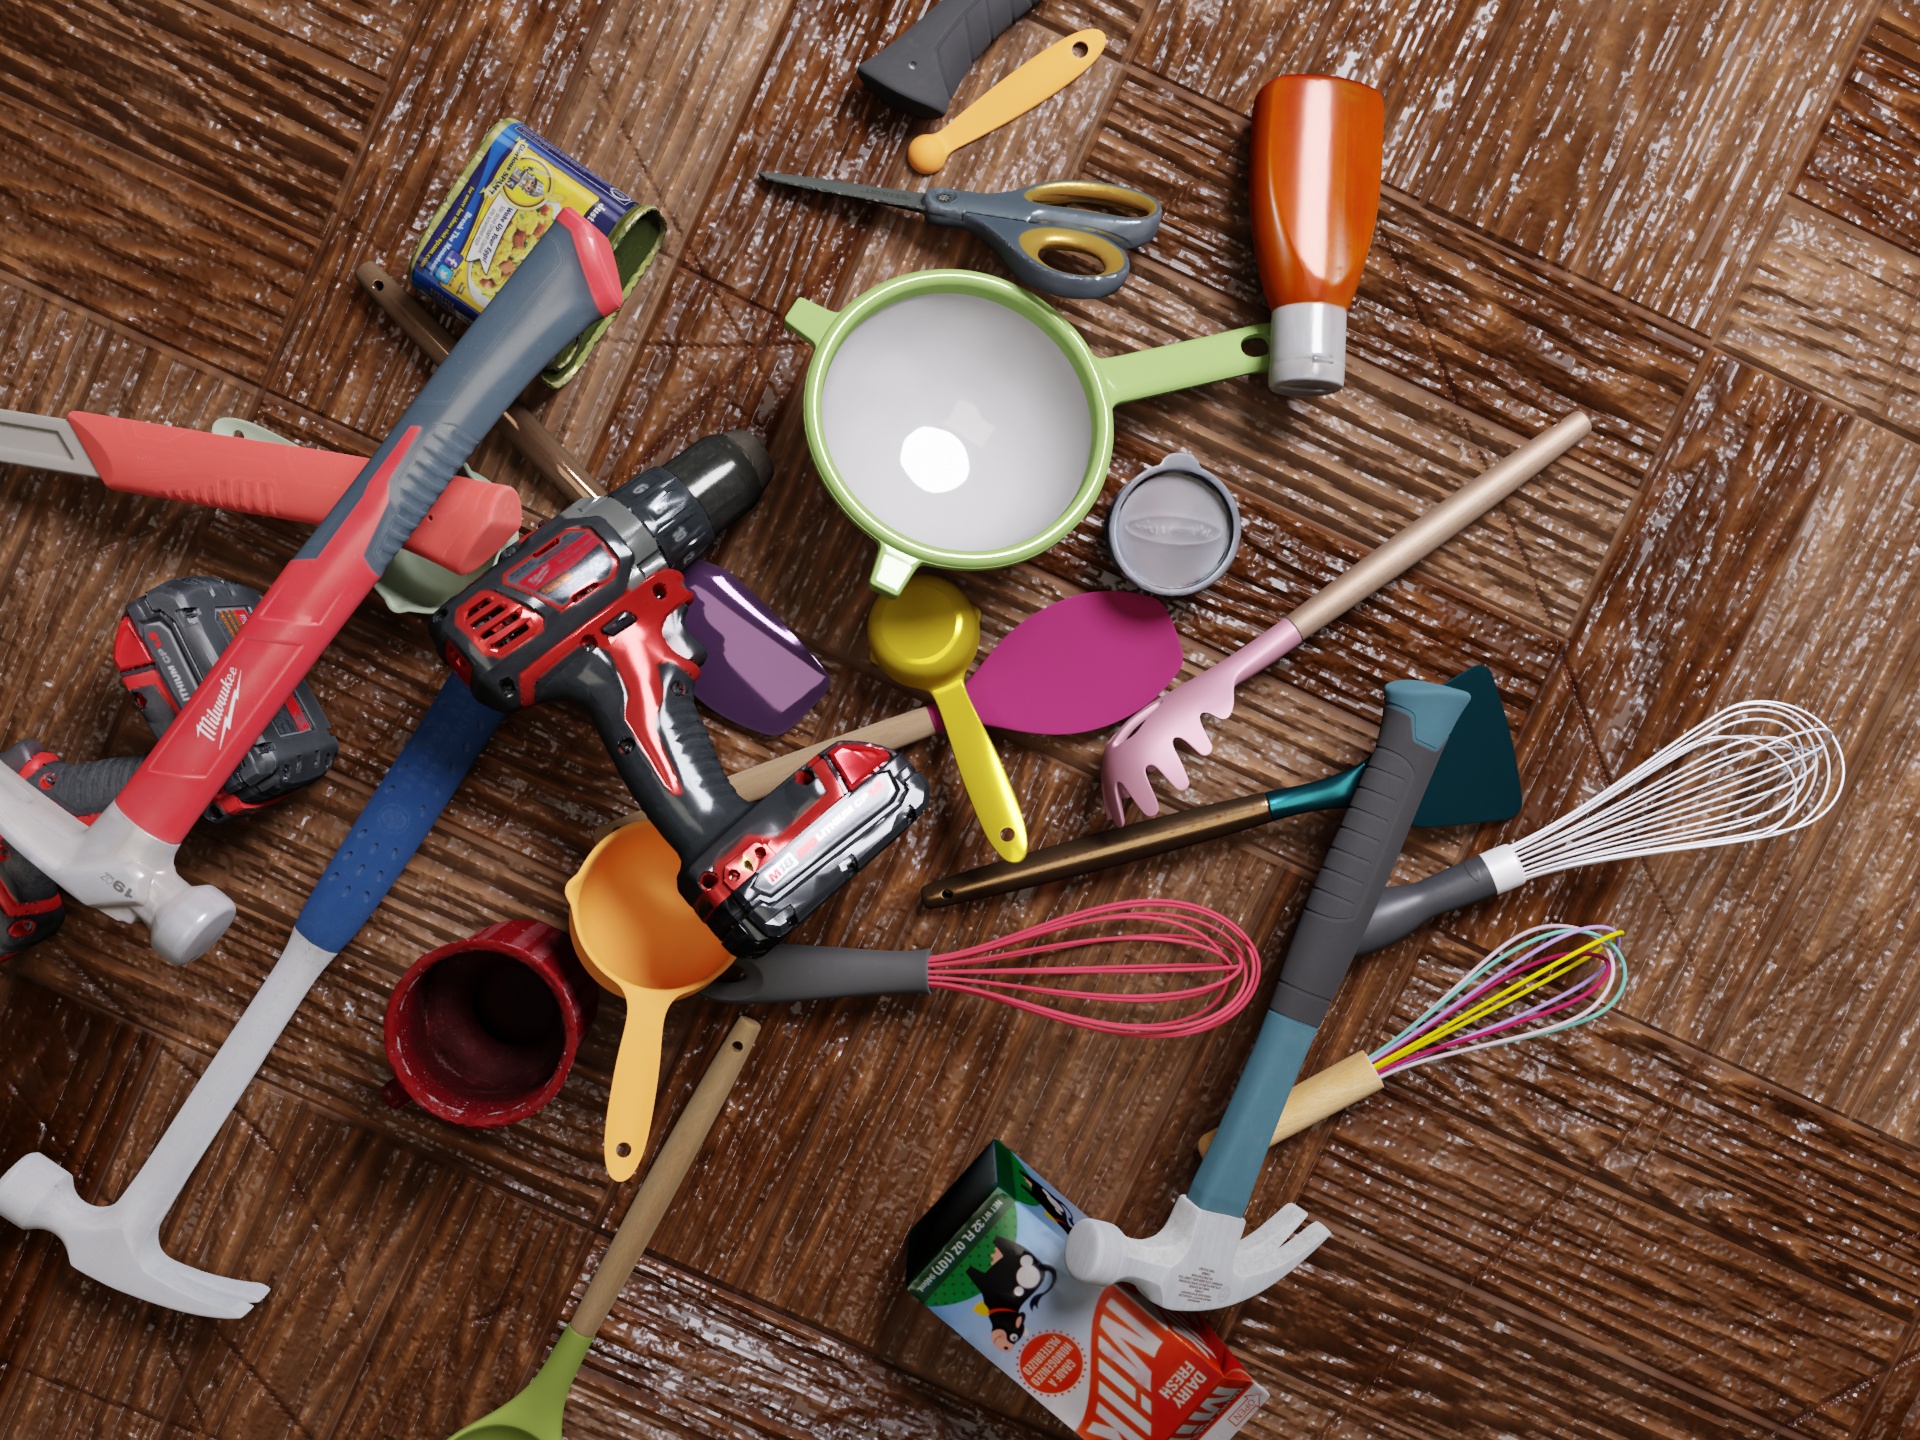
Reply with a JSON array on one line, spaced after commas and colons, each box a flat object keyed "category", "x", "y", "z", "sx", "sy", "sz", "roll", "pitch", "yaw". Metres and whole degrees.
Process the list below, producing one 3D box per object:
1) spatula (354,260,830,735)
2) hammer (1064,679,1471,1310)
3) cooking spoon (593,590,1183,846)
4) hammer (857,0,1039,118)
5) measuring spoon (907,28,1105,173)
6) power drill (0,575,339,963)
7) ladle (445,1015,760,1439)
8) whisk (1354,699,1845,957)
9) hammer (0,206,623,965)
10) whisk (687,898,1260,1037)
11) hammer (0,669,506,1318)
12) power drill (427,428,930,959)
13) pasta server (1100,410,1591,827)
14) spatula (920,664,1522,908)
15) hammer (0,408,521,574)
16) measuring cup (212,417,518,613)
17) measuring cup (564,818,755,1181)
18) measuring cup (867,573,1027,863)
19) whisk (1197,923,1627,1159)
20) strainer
[{"category": "spatula", "x": -0.192, "y": -0.114, "z": 0.812, "sx": 0.060, "sy": 0.018, "sz": 0.316, "roll": -44, "pitch": 94, "yaw": 2}, {"category": "hammer", "x": 0.167, "y": 0.132, "z": 0.775, "sx": 0.128, "sy": 0.033, "sz": 0.331, "roll": 22, "pitch": 91, "yaw": -27}, {"category": "cooking spoon", "x": -0.039, "y": 0.008, "z": 0.822, "sx": 0.319, "sy": 0.017, "sz": 0.069, "roll": -20, "pitch": 86, "yaw": 1}, {"category": "hammer", "x": 0.082, "y": -0.422, "z": 0.781, "sx": 0.335, "sy": 0.035, "sz": 0.146, "roll": -41, "pitch": 94, "yaw": 3}, {"category": "measuring spoon", "x": 0.024, "y": -0.313, "z": 0.800, "sx": 0.117, "sy": 0.011, "sz": 0.021, "roll": -33, "pitch": 94, "yaw": 2}, {"category": "power drill", "x": -0.444, "y": 0.020, "z": 0.796, "sx": 0.219, "sy": 0.078, "sz": 0.143, "roll": -27, "pitch": 94, "yaw": 5}, {"category": "ladle", "x": -0.186, "y": 0.298, "z": 0.826, "sx": 0.078, "sy": 0.062, "sz": 0.320, "roll": 29, "pitch": 91, "yaw": -5}, {"category": "whisk", "x": 0.306, "y": 0.063, "z": 0.811, "sx": 0.284, "sy": 0.070, "sz": 0.070, "roll": -23, "pitch": 94, "yaw": 7}, {"category": "hammer", "x": -0.295, "y": -0.080, "z": 0.723, "sx": 0.143, "sy": 0.038, "sz": 0.386, "roll": 38, "pitch": 95, "yaw": 0}, {"category": "whisk", "x": 0.004, "y": 0.128, "z": 0.815, "sx": 0.296, "sy": 0.073, "sz": 0.073, "roll": -2, "pitch": 95, "yaw": 7}, {"category": "hammer", "x": -0.333, "y": 0.125, "z": 0.822, "sx": 0.144, "sy": 0.035, "sz": 0.405, "roll": 34, "pitch": 94, "yaw": -2}, {"category": "power drill", "x": -0.115, "y": -0.020, "z": 0.767, "sx": 0.188, "sy": 0.080, "sz": 0.227, "roll": -41, "pitch": 87, "yaw": -22}, {"category": "pasta server", "x": 0.194, "y": -0.055, "z": 0.805, "sx": 0.316, "sy": 0.060, "sz": 0.040, "roll": -36, "pitch": 100, "yaw": -3}, {"category": "spatula", "x": 0.133, "y": 0.051, "z": 0.824, "sx": 0.317, "sy": 0.044, "sz": 0.082, "roll": -15, "pitch": 96, "yaw": 6}, {"category": "hammer", "x": -0.389, "y": -0.136, "z": 0.778, "sx": 0.359, "sy": 0.036, "sz": 0.149, "roll": 10, "pitch": 94, "yaw": 8}, {"category": "measuring cup", "x": -0.300, "y": -0.112, "z": 0.806, "sx": 0.167, "sy": 0.038, "sz": 0.083, "roll": 27, "pitch": 96, "yaw": 7}, {"category": "measuring cup", "x": -0.155, "y": 0.137, "z": 0.779, "sx": 0.095, "sy": 0.052, "sz": 0.174, "roll": 11, "pitch": 70, "yaw": -15}, {"category": "measuring cup", "x": -0.001, "y": -0.003, "z": 0.791, "sx": 0.062, "sy": 0.029, "sz": 0.157, "roll": -23, "pitch": 75, "yaw": 1}, {"category": "whisk", "x": 0.235, "y": 0.172, "z": 0.826, "sx": 0.245, "sy": 0.047, "sz": 0.051, "roll": -30, "pitch": 95, "yaw": 7}, {"category": "strainer", "x": 0.043, "y": -0.153, "z": 0.795, "sx": 0.256, "sy": 0.069, "sz": 0.151, "roll": -16, "pitch": 82, "yaw": -16}]
